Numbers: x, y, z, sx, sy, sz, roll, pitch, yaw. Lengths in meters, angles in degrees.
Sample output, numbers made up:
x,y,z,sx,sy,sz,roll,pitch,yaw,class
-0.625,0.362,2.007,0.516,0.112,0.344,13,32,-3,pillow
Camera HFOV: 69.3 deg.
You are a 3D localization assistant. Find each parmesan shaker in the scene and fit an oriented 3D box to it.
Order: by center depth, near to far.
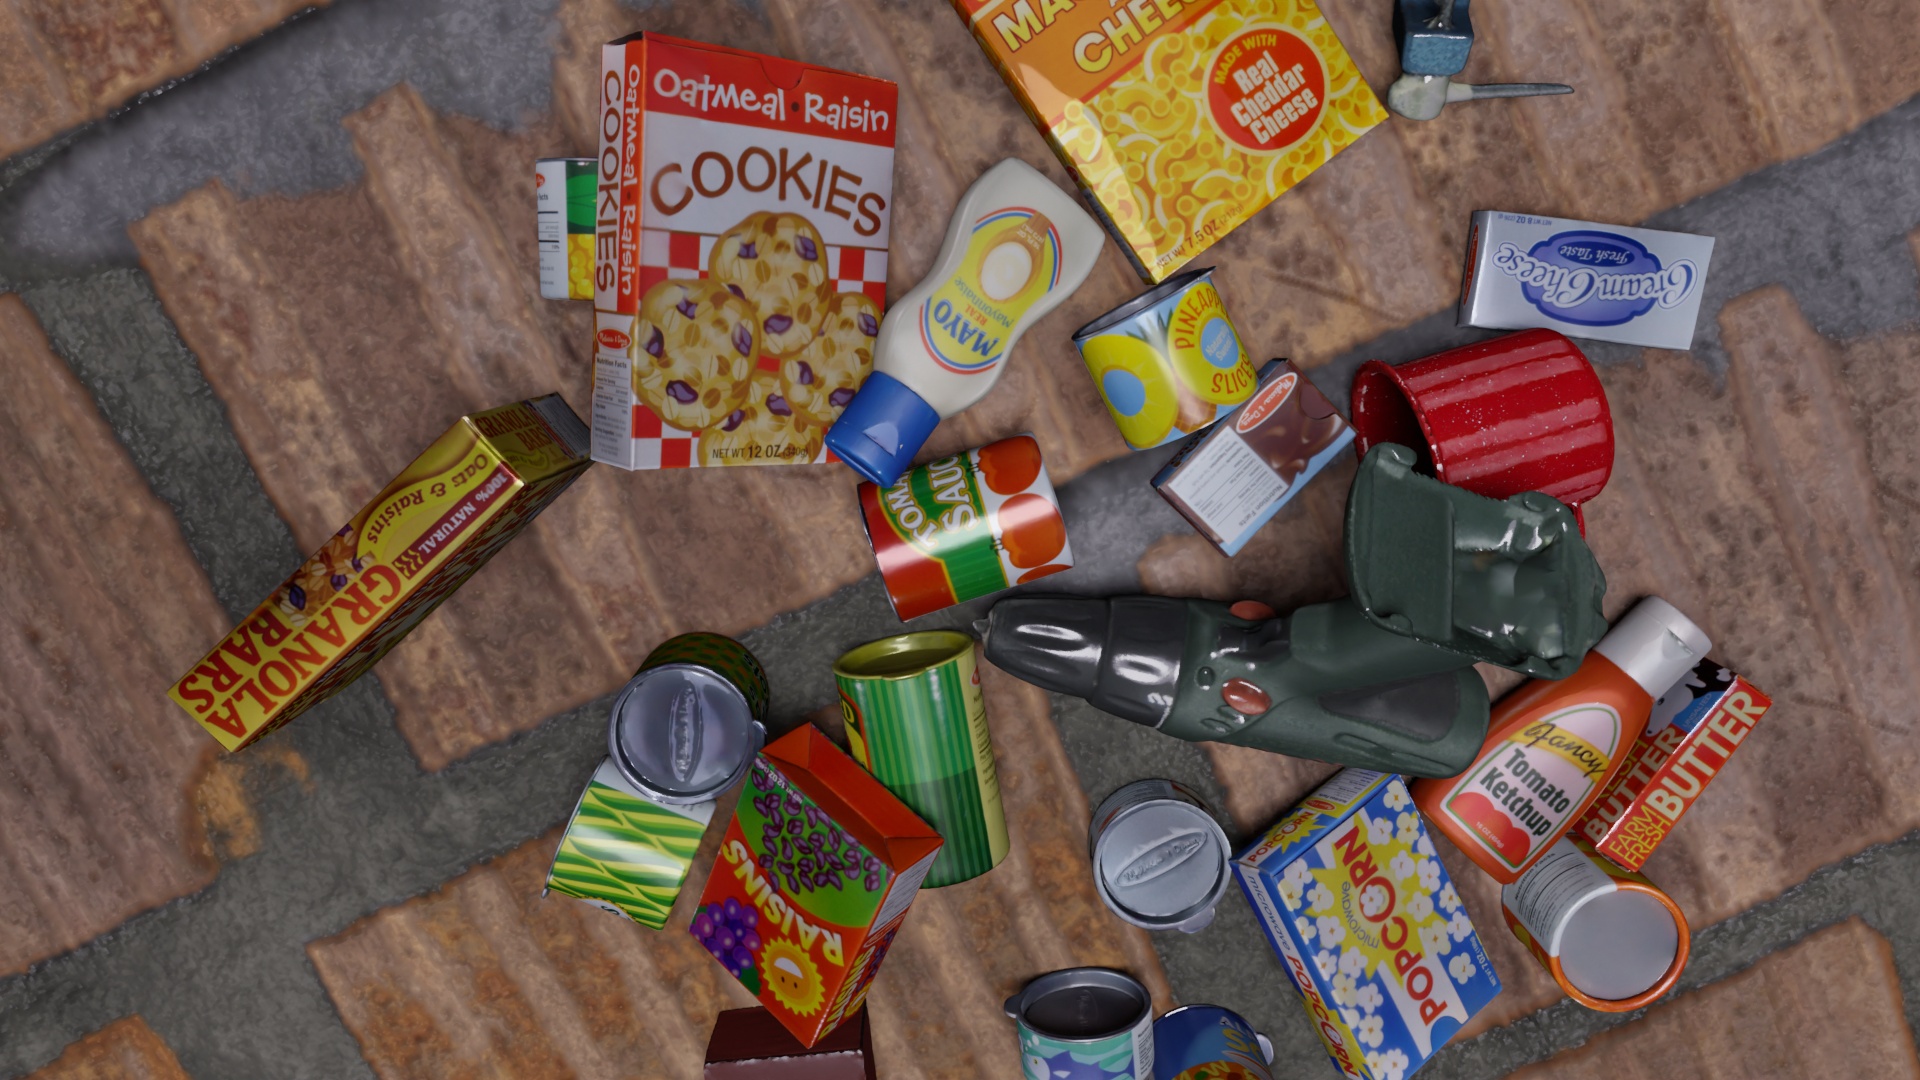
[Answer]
x,y,z,sx,sy,sz,roll,pitch,yaw,class
-0.018,0.101,0.641,0.071,0.071,0.103,-10,100,1,parmesan shaker

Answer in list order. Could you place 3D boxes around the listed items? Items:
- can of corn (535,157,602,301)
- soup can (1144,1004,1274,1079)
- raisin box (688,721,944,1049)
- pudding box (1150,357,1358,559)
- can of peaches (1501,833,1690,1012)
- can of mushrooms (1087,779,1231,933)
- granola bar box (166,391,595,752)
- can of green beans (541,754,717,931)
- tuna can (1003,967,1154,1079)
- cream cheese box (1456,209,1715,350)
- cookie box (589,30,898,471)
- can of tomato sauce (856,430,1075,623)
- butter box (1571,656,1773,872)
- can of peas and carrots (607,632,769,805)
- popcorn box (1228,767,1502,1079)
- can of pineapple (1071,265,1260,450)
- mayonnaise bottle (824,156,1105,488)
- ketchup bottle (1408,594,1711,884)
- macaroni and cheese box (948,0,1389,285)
x,y,z,sx,sy,sz,roll,pitch,yaw,class
-0.146,-0.133,0.601,0.071,0.071,0.058,2,101,-1,can of corn
0.125,0.273,0.668,0.071,0.084,0.071,0,100,-1,soup can
-0.069,0.157,0.632,0.086,0.040,0.122,36,122,20,raisin box
0.134,-0.038,0.640,0.049,0.030,0.083,44,97,-7,pudding box
0.306,0.184,0.667,0.071,0.058,0.071,0,100,0,can of peaches
0.096,0.153,0.671,0.071,0.033,0.071,0,100,-1,can of mushrooms
-0.236,0.009,0.595,0.165,0.124,0.039,-41,97,7,granola bar box
-0.153,0.141,0.649,0.058,0.071,0.071,24,99,-5,can of green beans
0.057,0.237,0.669,0.071,0.071,0.032,-5,101,0,tuna can
0.282,-0.118,0.630,0.104,0.024,0.053,6,101,-2,cream cheese box
-0.089,-0.115,0.583,0.123,0.040,0.167,-4,103,-41,cookie box
0.002,-0.008,0.623,0.083,0.071,0.071,-18,100,2,can of tomato sauce
0.329,0.103,0.656,0.024,0.053,0.103,34,98,-5,butter box
-0.121,0.081,0.643,0.071,0.059,0.070,0,101,-1,can of peas and carrots
0.193,0.182,0.660,0.085,0.038,0.126,-32,100,-22,popcorn box
0.092,-0.080,0.612,0.071,0.071,0.057,-28,100,4,can of pineapple
-0.002,-0.091,0.603,0.064,0.041,0.148,37,81,-14,mayonnaise bottle
0.286,0.090,0.658,0.065,0.043,0.148,43,96,-2,ketchup bottle
0.086,-0.215,0.602,0.123,0.040,0.166,-36,99,5,macaroni and cheese box
